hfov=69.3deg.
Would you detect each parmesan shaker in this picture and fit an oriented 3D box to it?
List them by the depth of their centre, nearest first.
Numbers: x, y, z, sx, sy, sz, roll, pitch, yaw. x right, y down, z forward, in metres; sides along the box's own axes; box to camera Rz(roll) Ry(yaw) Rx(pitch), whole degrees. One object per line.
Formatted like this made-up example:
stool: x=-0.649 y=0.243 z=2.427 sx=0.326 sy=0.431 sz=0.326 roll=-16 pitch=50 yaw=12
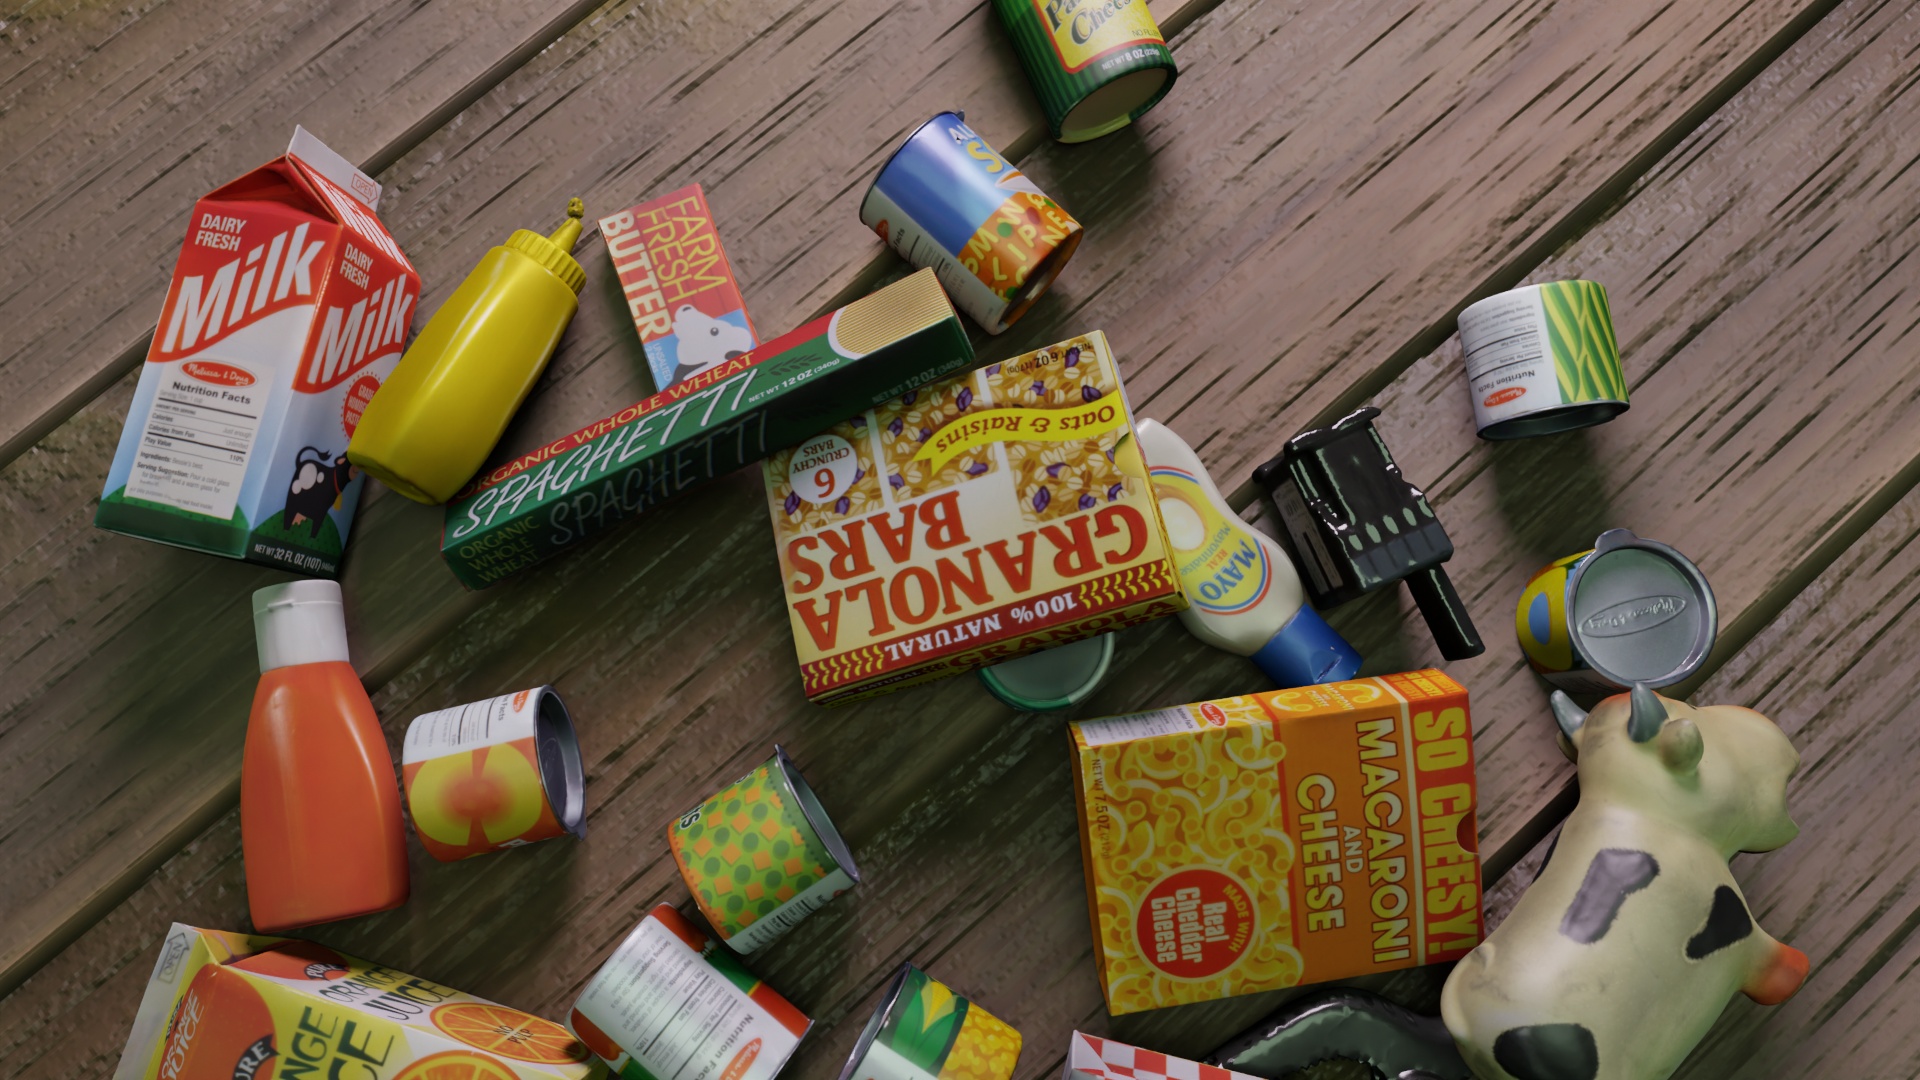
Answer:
parmesan shaker: x=0.056 y=-0.253 z=0.664 sx=0.071 sy=0.071 sz=0.103 roll=-24 pitch=83 yaw=-4

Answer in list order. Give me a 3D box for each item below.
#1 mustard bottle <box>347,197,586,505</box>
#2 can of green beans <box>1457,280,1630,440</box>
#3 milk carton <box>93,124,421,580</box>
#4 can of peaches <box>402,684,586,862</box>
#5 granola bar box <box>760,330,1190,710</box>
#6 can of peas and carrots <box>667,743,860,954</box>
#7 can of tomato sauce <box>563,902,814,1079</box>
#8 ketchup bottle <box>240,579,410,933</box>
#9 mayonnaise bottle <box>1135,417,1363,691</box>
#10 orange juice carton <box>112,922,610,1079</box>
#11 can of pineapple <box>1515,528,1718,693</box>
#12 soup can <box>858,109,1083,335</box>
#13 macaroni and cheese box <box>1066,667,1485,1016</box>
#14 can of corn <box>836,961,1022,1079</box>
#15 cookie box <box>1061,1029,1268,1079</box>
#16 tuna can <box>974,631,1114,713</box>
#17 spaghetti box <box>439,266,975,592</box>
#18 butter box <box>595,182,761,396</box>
mustard bottle: x=-0.214 y=-0.092 z=0.635 sx=0.048 sy=0.065 sz=0.160 roll=42 pitch=71 yaw=-37
can of green beans: x=0.267 y=-0.082 z=0.640 sx=0.071 sy=0.071 sz=0.058 roll=-6 pitch=81 yaw=-2
milk carton: x=-0.305 y=-0.085 z=0.624 sx=0.073 sy=0.072 sz=0.190 roll=11 pitch=82 yaw=8
can of peaches: x=-0.201 y=0.104 z=0.604 sx=0.058 sy=0.071 sz=0.071 roll=-12 pitch=82 yaw=-3
granola bar box: x=0.002 y=-0.008 z=0.608 sx=0.165 sy=0.039 sz=0.124 roll=-17 pitch=71 yaw=10
can of peas and carrots: x=-0.086 y=0.133 z=0.601 sx=0.059 sy=0.071 sz=0.071 roll=-33 pitch=83 yaw=-5
can of tomato sauce: x=-0.115 y=0.206 z=0.590 sx=0.083 sy=0.071 sz=0.071 roll=38 pitch=83 yaw=5
ketchup bottle: x=-0.286 y=0.093 z=0.614 sx=0.065 sy=0.043 sz=0.149 roll=-10 pitch=81 yaw=-3
mayonnaise bottle: x=0.118 y=0.014 z=0.635 sx=0.148 sy=0.041 sz=0.065 roll=44 pitch=84 yaw=6
orange juice carton: x=-0.253 y=0.223 z=0.580 sx=0.193 sy=0.073 sz=0.072 roll=17 pitch=82 yaw=2
can of pineapple: x=0.294 y=0.034 z=0.626 sx=0.071 sy=0.058 sz=0.071 roll=0 pitch=81 yaw=-1
soup can: x=0.007 y=-0.149 z=0.646 sx=0.084 sy=0.071 sz=0.071 roll=42 pitch=83 yaw=5
macaroni and cheese box: x=0.137 y=0.130 z=0.599 sx=0.166 sy=0.040 sz=0.123 roll=-8 pitch=102 yaw=-2
can of corn: x=-0.014 y=0.222 z=0.590 sx=0.058 sy=0.071 sz=0.071 roll=31 pitch=82 yaw=3
cookie box: x=0.087 y=0.300 z=0.569 sx=0.123 sy=0.040 sz=0.167 roll=13 pitch=96 yaw=5
tuna can: x=0.034 y=0.044 z=0.633 sx=0.071 sy=0.033 sz=0.071 roll=0 pitch=81 yaw=-1
spaghetti box: x=-0.115 y=-0.049 z=0.620 sx=0.250 sy=0.028 sz=0.050 roll=-24 pitch=38 yaw=3
butter box: x=-0.130 y=-0.113 z=0.659 sx=0.053 sy=0.024 sz=0.103 roll=-21 pitch=82 yaw=-3
